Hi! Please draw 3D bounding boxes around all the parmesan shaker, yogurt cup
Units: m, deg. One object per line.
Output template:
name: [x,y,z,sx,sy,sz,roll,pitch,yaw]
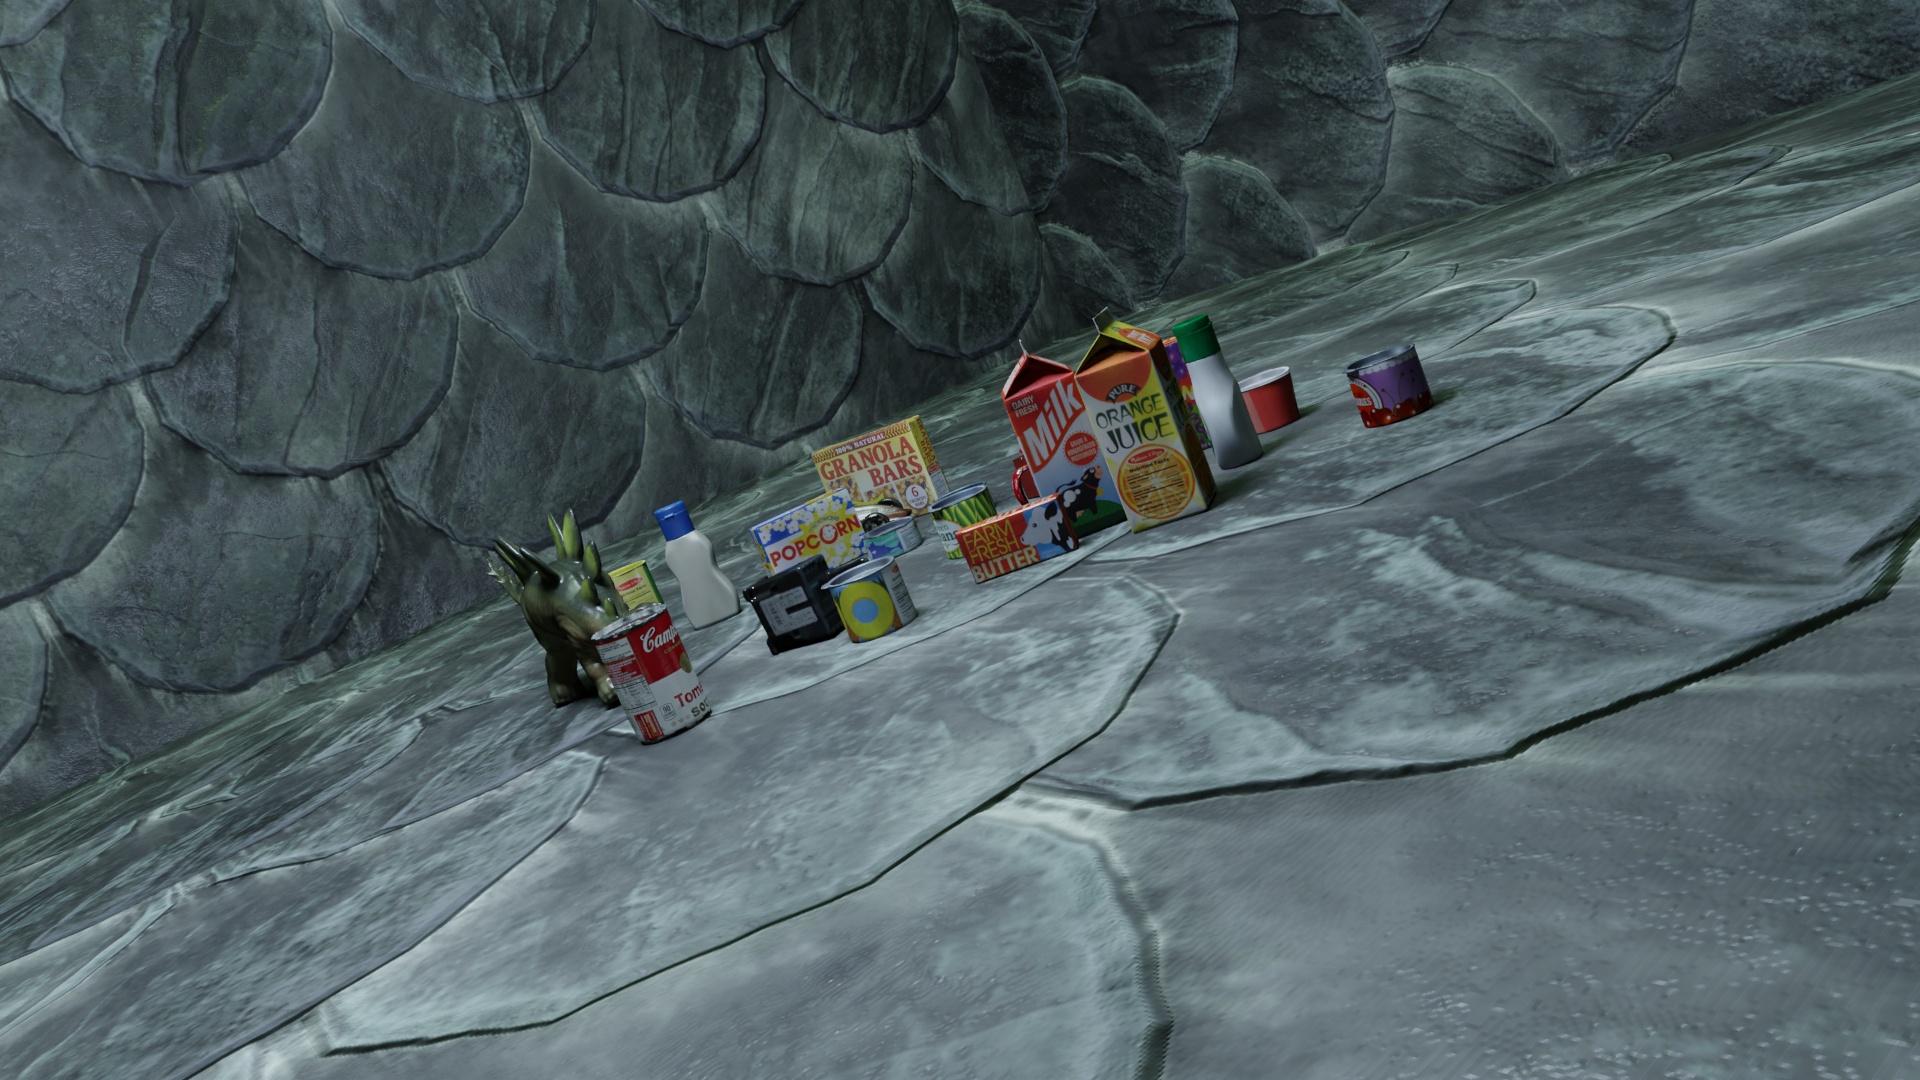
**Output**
parmesan shaker: [-0.375,0.084,1.595,0.071,0.103,0.071,-21,9,4]
yogurt cup: [0.322,-0.146,1.462,0.072,0.054,0.072,-21,10,4]

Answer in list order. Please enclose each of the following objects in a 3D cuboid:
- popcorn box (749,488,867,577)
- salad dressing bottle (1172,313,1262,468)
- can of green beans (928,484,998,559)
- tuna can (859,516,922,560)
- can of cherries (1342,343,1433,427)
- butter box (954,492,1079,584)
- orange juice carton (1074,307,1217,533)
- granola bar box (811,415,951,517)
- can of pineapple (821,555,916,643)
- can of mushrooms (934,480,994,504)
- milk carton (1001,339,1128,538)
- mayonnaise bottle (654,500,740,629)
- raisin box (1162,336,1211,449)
popcorn box: [-0.182,-0.001,1.684,0.127,0.085,0.038,-26,10,-22]
salad dressing bottle: [0.247,-0.144,1.342,0.044,0.147,0.064,-18,10,26]
can of green beans: [0.007,-0.019,1.453,0.071,0.057,0.071,-21,10,4]
tuna can: [-0.081,0.000,1.617,0.071,0.032,0.071,-21,10,4]
can of cherries: [0.391,-0.141,1.275,0.071,0.058,0.071,-21,10,4]
butter box: [0.052,-0.002,1.275,0.103,0.053,0.024,-20,10,13]
orange juice carton: [0.158,-0.113,1.232,0.073,0.192,0.072,-18,10,22]
granola bar box: [-0.104,-0.084,1.846,0.165,0.124,0.039,-16,11,33]
can of pineapple: [-0.081,0.054,1.252,0.071,0.057,0.071,-21,10,4]
can of mushrooms: [0.004,-0.043,1.659,0.071,0.033,0.071,-21,10,4]
milk carton: [0.091,-0.100,1.315,0.073,0.190,0.072,-21,9,4]
mayonnaise bottle: [-0.314,0.027,1.635,0.065,0.148,0.041,-22,9,2]
raisin box: [0.222,-0.150,1.497,0.086,0.123,0.040,-21,9,8]
